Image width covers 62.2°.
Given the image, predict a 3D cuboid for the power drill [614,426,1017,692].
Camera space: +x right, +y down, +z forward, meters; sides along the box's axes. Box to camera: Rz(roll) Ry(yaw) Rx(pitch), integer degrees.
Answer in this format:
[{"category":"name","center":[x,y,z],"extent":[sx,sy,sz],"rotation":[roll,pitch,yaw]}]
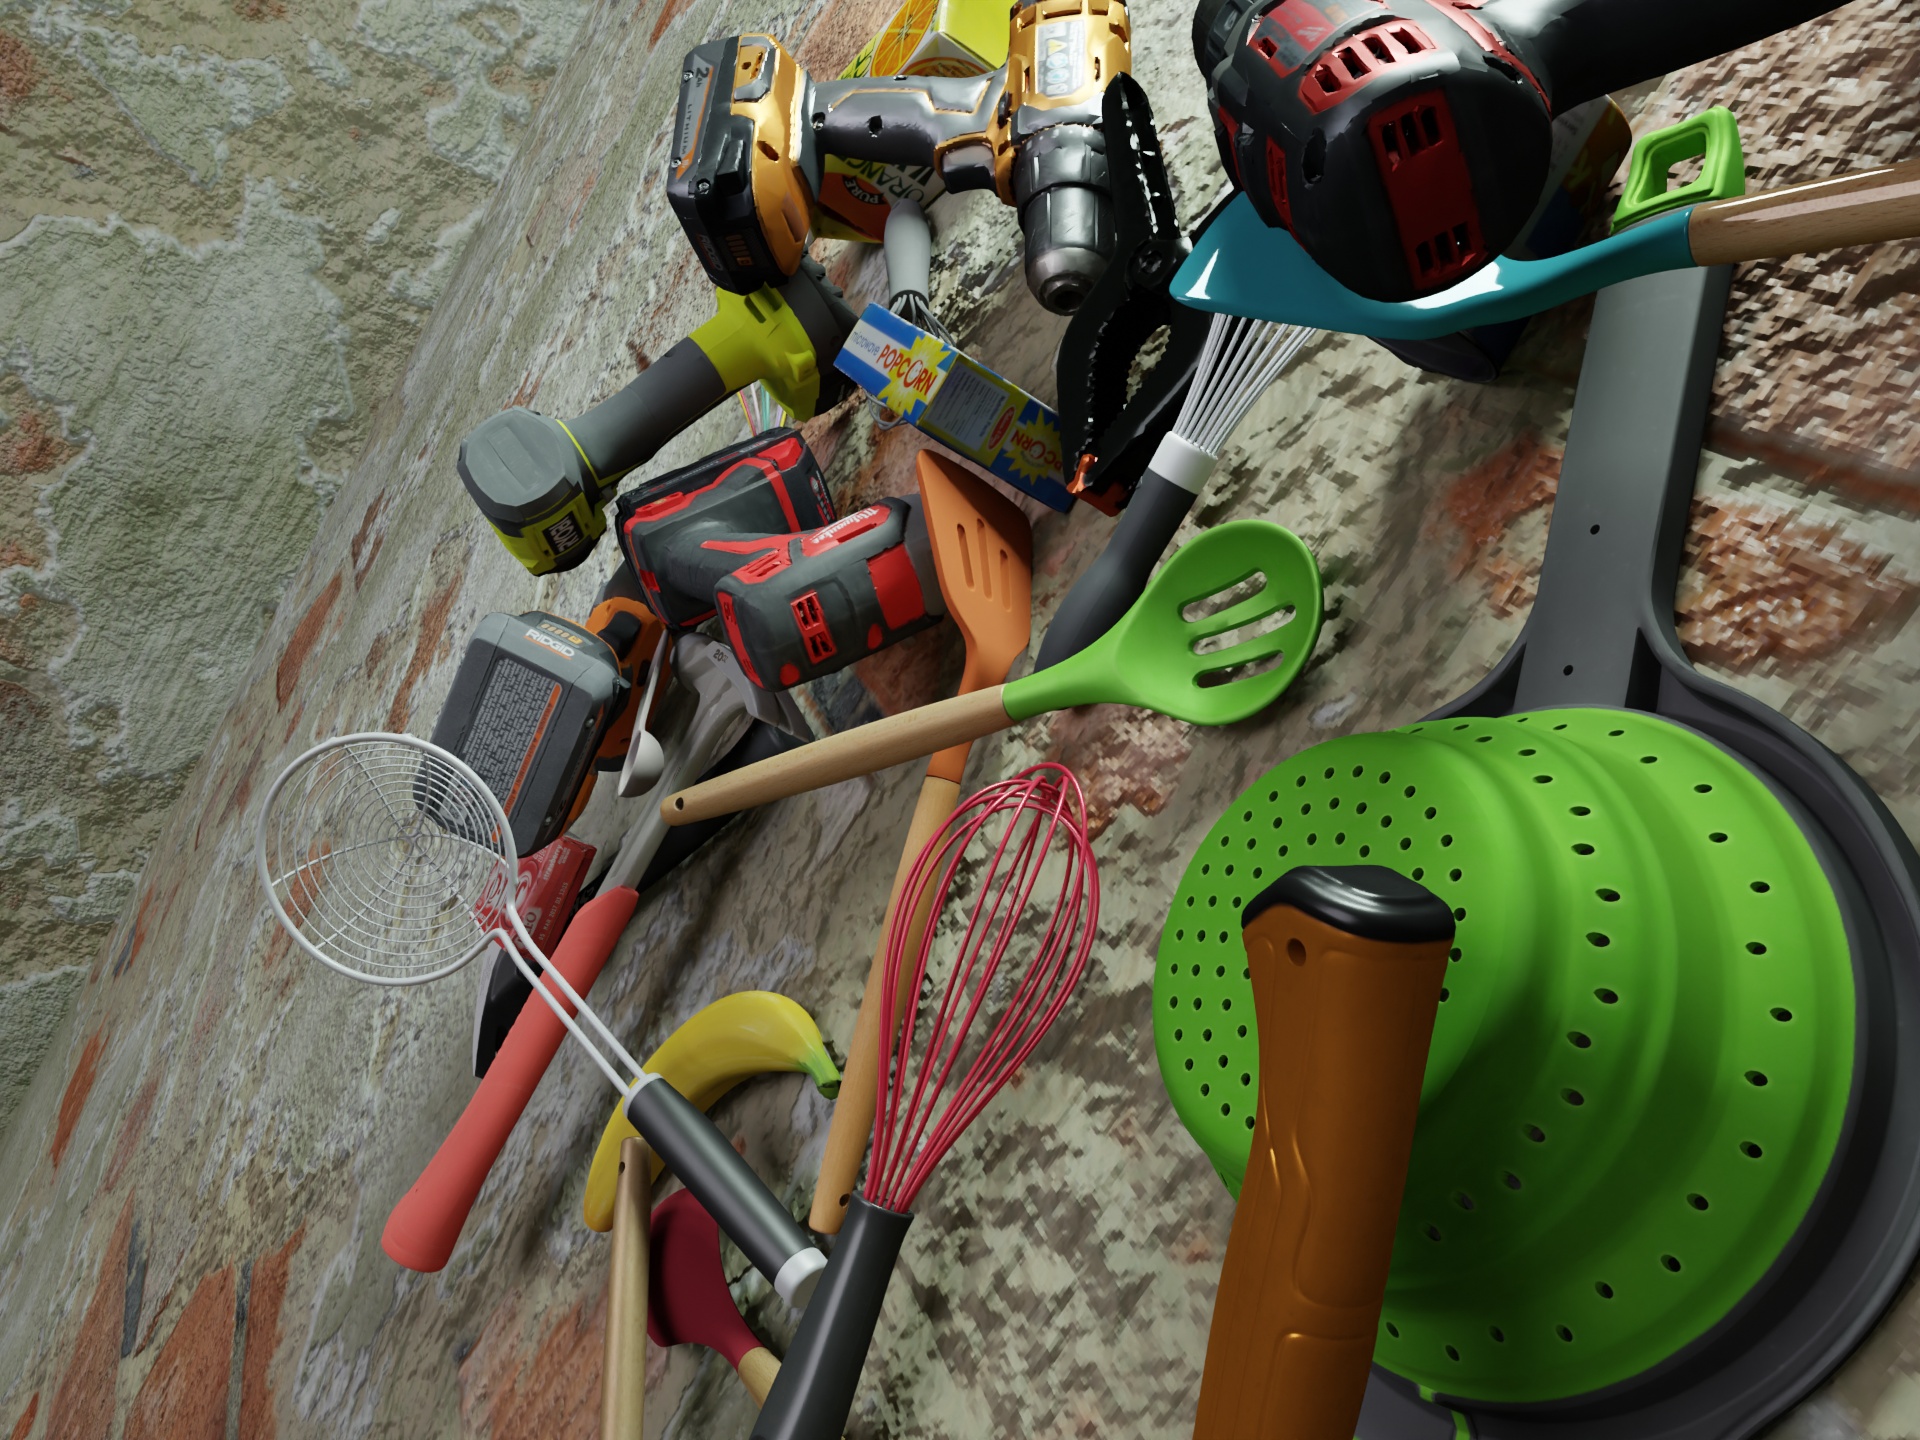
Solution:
[{"category":"power drill","center":[-0.075,-0.083,0.777],"extent":[0.143,0.078,0.220],"rotation":[-28,25,-20]}]

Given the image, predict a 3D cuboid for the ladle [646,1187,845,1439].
[{"category":"ladle","center":[-0.067,0.258,0.599],"extent":[0.316,0.031,0.069],"rotation":[19,87,58]}]

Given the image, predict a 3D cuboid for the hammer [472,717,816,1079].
[{"category":"hammer","center":[-0.187,0.091,0.902],"extent":[0.334,0.035,0.146],"rotation":[-38,38,37]}]

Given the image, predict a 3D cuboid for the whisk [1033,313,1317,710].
[{"category":"whisk","center":[0.100,-0.126,0.600],"extent":[0.284,0.070,0.070],"rotation":[-61,30,16]}]

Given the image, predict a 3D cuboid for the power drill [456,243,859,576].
[{"category":"power drill","center":[-0.167,-0.167,0.893],"extent":[0.223,0.080,0.171],"rotation":[-37,-3,-10]}]

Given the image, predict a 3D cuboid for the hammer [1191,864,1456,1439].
[{"category":"hammer","center":[0.059,0.194,0.329],"extent":[0.127,0.034,0.337],"rotation":[28,113,60]}]

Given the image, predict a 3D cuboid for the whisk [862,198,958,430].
[{"category":"whisk","center":[-0.028,-0.234,0.887],"extent":[0.055,0.055,0.239],"rotation":[-44,31,31]}]

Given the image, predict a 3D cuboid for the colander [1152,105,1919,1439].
[{"category":"colander","center":[0.137,-0.007,0.408],"extent":[0.204,0.094,0.397],"rotation":[-7,63,56]}]

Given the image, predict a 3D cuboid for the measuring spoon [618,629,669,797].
[{"category":"measuring spoon","center":[-0.155,-0.006,0.814],"extent":[0.034,0.018,0.124],"rotation":[-58,20,35]}]

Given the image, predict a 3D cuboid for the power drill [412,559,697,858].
[{"category":"power drill","center":[-0.211,-0.028,0.902],"extent":[0.164,0.084,0.226],"rotation":[-63,1,16]}]

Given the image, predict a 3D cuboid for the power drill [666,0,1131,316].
[{"category":"power drill","center":[-0.025,-0.269,0.783],"extent":[0.226,0.084,0.185],"rotation":[-4,64,11]}]

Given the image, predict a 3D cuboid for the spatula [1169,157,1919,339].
[{"category":"spatula","center":[0.203,-0.131,0.385],"extent":[0.318,0.044,0.082],"rotation":[2,43,42]}]

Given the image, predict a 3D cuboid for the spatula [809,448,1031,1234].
[{"category":"spatula","center":[-0.020,0.048,0.661],"extent":[0.041,0.081,0.323],"rotation":[7,78,41]}]

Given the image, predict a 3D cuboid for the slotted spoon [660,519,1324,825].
[{"category":"slotted spoon","center":[-0.001,-0.002,0.614],"extent":[0.314,0.031,0.070],"rotation":[-18,70,32]}]

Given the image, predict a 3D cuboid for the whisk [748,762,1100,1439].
[{"category":"whisk","center":[-0.020,0.151,0.559],"extent":[0.073,0.073,0.296],"rotation":[8,75,59]}]

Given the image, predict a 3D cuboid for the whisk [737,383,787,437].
[{"category":"whisk","center":[-0.125,-0.179,1.000],"extent":[0.051,0.047,0.245],"rotation":[121,151,-46]}]

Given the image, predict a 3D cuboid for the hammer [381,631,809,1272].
[{"category":"hammer","center":[-0.193,0.127,0.810],"extent":[0.359,0.036,0.149],"rotation":[-60,29,4]}]

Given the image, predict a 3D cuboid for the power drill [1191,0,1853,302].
[{"category":"power drill","center":[0.171,-0.204,0.421],"extent":[0.226,0.080,0.188],"rotation":[-24,34,11]}]

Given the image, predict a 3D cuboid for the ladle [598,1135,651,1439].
[{"category":"ladle","center":[-0.143,0.317,0.611],"extent":[0.078,0.062,0.320],"rotation":[-33,48,38]}]

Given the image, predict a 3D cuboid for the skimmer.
[{"category":"skimmer","center":[-0.194,0.130,0.700],"extent":[0.364,0.090,0.127],"rotation":[36,102,36]}]
